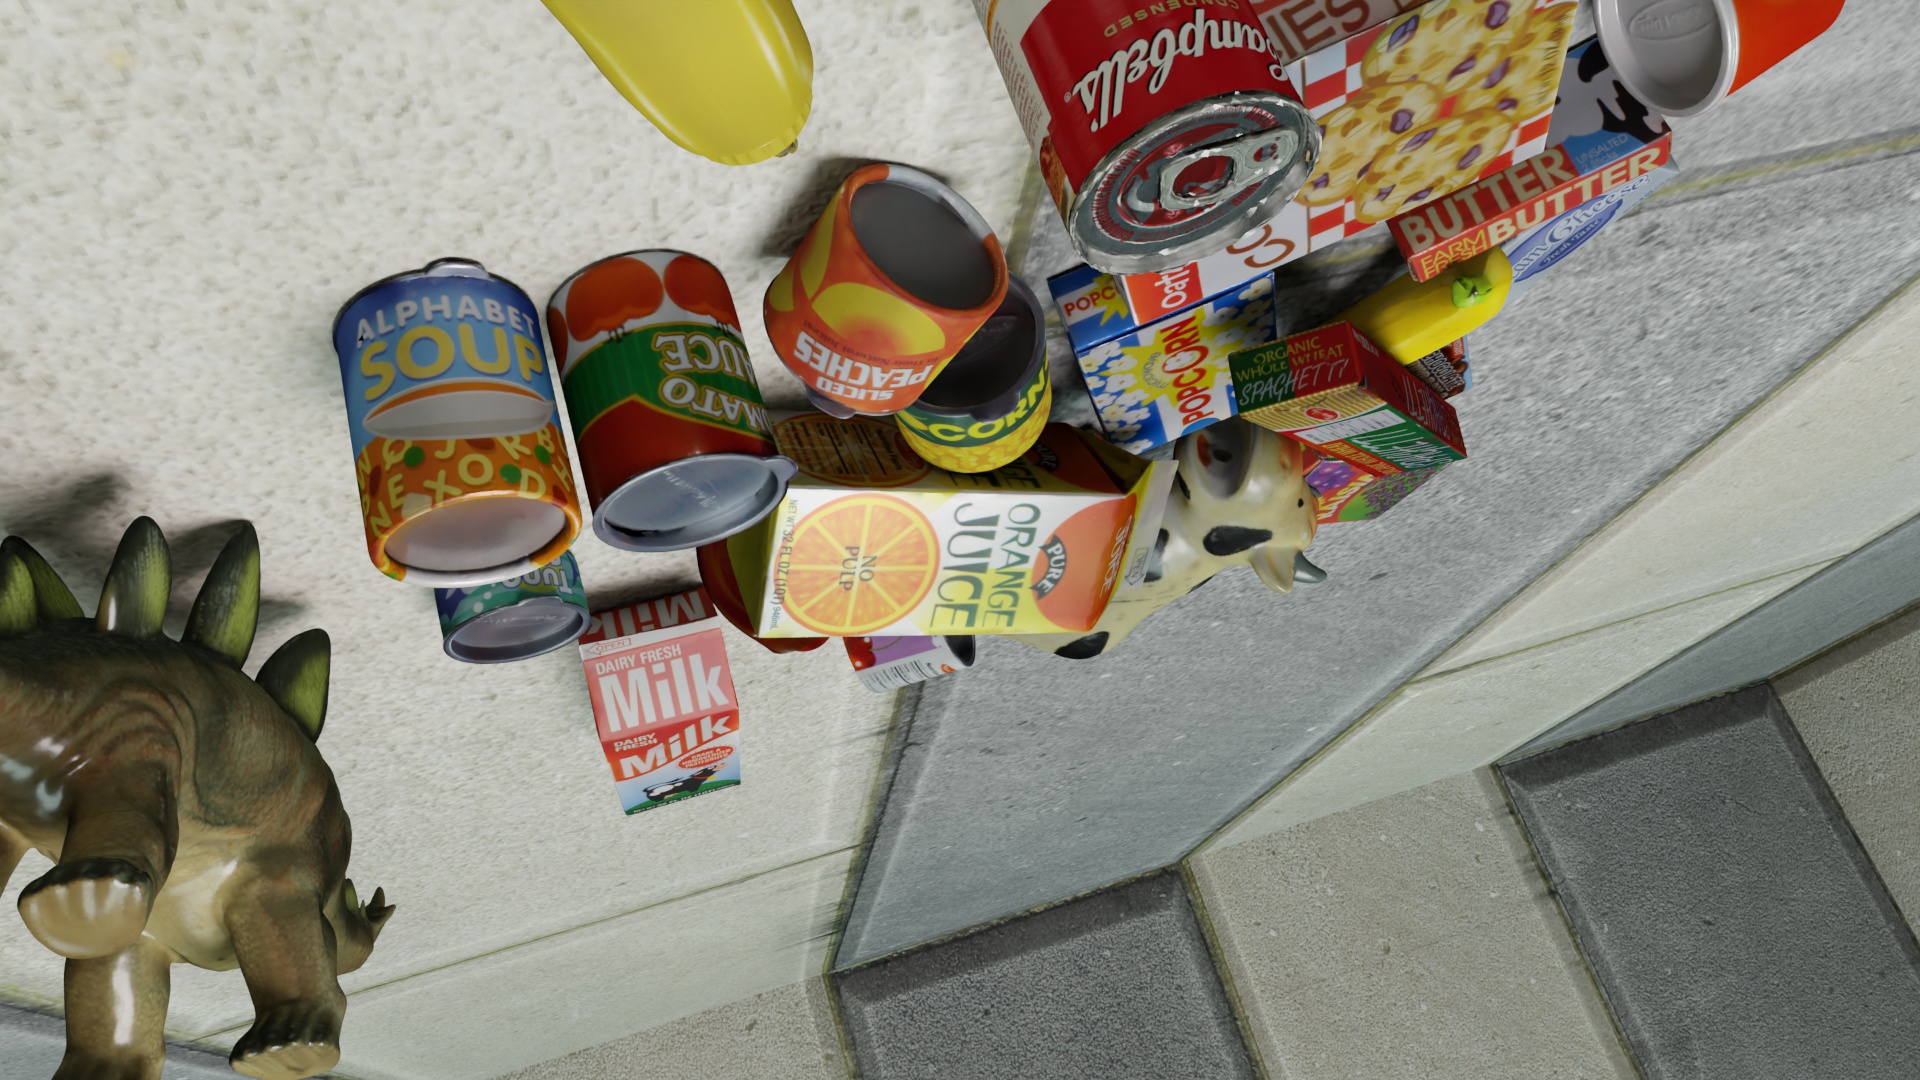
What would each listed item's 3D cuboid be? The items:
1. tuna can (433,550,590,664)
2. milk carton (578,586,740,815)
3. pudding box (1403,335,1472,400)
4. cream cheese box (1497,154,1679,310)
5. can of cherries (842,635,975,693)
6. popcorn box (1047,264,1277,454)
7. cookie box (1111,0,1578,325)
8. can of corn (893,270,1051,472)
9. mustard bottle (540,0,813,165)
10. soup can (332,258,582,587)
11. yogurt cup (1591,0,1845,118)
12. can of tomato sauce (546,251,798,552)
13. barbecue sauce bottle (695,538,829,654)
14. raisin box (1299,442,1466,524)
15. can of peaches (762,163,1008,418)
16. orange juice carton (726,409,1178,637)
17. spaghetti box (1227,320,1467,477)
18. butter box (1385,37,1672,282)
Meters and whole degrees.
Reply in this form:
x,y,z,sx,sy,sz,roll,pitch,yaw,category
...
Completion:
x,y,z,sx,sy,sz,roll,pitch,yaw,category
-0.207,0.028,0.643,0.071,0.033,0.070,-17,158,-7,tuna can
-0.163,0.085,0.759,0.072,0.073,0.189,-13,157,-15,milk carton
0.236,-0.095,0.722,0.049,0.030,0.083,-25,158,14,pudding box
0.265,-0.146,0.633,0.053,0.024,0.103,-2,152,-35,cream cheese box
-0.031,0.045,0.786,0.058,0.071,0.071,-18,159,15,can of cherries
0.093,-0.087,0.611,0.085,0.038,0.126,-23,158,6,popcorn box
0.123,-0.149,0.486,0.167,0.040,0.122,-23,158,7,cookie box
0.003,-0.065,0.544,0.071,0.071,0.058,-19,159,-1,can of corn
-0.068,-0.131,0.338,0.049,0.065,0.160,-19,163,5,mustard bottle
-0.164,-0.037,0.454,0.071,0.084,0.071,-16,158,-7,soup can
0.262,-0.188,0.478,0.054,0.072,0.072,-27,158,-3,yogurt cup
-0.101,-0.048,0.479,0.071,0.083,0.071,-17,158,-7,can of tomato sauce
-0.093,0.030,0.708,0.044,0.065,0.148,-31,168,-3,barbecue sauce bottle
0.223,-0.043,0.823,0.124,0.040,0.085,-4,155,-32,raisin box
-0.026,-0.084,0.475,0.071,0.071,0.057,-1,151,-38,can of peaches
0.002,-0.008,0.605,0.193,0.073,0.071,1,121,-21,orange juice carton
0.187,-0.058,0.640,0.050,0.029,0.250,-13,171,28,spaghetti box
0.215,-0.149,0.544,0.103,0.053,0.024,-26,155,16,butter box
